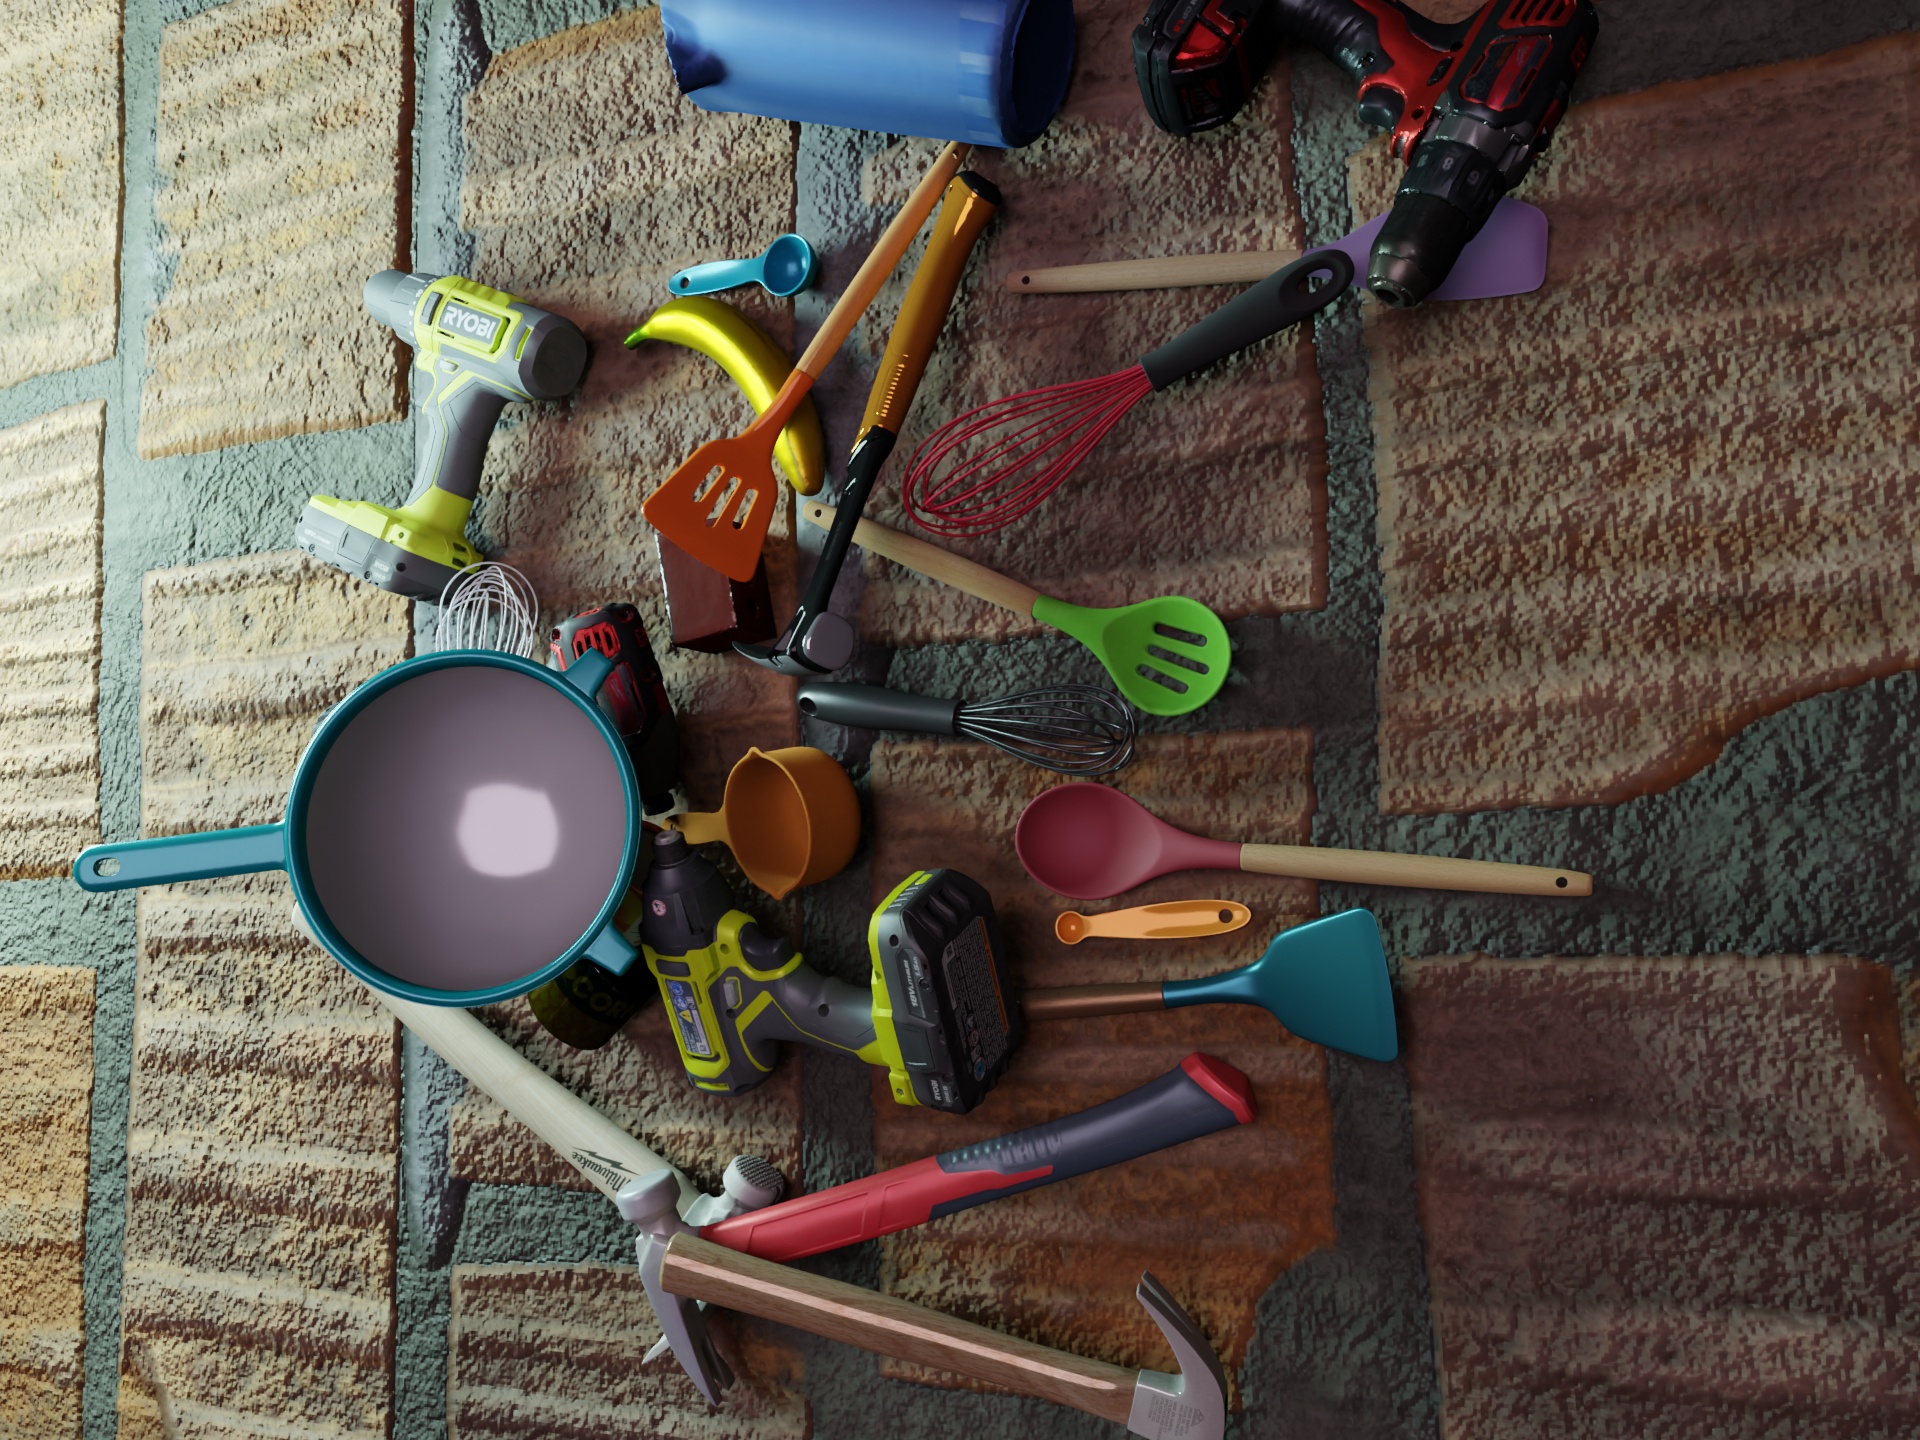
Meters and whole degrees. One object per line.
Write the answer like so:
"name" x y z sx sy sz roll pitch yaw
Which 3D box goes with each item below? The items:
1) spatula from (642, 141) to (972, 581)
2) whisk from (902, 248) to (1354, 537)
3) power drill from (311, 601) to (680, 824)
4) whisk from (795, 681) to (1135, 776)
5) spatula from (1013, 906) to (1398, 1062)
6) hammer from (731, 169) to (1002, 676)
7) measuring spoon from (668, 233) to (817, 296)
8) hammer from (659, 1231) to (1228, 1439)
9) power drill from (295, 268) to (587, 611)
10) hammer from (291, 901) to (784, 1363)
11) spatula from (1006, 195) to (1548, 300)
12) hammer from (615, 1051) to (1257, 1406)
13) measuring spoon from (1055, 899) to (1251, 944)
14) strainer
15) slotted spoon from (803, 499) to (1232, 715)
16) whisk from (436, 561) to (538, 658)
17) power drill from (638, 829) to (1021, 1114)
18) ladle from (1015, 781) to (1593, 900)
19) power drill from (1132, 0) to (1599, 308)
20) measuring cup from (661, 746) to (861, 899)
"spatula" -0.083 -0.239 1.005 0.081 0.041 0.322 34 87 -16
"whisk" 0.094 -0.192 0.933 0.296 0.073 0.073 -28 74 17
"power drill" -0.297 0.018 1.055 0.219 0.078 0.143 -18 98 2
"whisk" -0.002 -0.003 0.968 0.239 0.055 0.055 7 87 29
"spatula" 0.090 0.159 0.909 0.317 0.044 0.082 -10 90 25
"hammer" -0.049 -0.185 0.982 0.127 0.034 0.337 1 68 63
"measuring spoon" -0.146 -0.302 1.085 0.129 0.021 0.042 2 86 34
"hammer" -0.013 0.347 0.898 0.331 0.031 0.130 12 96 12
"power drill" -0.389 -0.212 1.152 0.191 0.080 0.228 24 92 25
"hammer" -0.308 0.248 1.070 0.411 0.038 0.146 33 100 19
"spatula" 0.175 -0.268 0.928 0.316 0.018 0.060 2 94 24
"hammer" -0.010 0.286 0.927 0.386 0.038 0.143 -21 93 15
"measuring spoon" 0.112 0.117 0.924 0.117 0.011 0.021 -7 81 20
"strainer" -0.354 0.075 0.975 0.340 0.095 0.211 -7 82 2
"slotted spoon" 0.027 -0.081 0.973 0.314 0.031 0.070 25 95 27
"whisk" -0.345 0.030 1.121 0.070 0.070 0.284 11 94 25
"power drill" -0.088 0.147 0.935 0.223 0.080 0.171 0 114 31
"ladle" 0.183 0.077 0.885 0.315 0.031 0.069 3 88 23
"power drill" 0.209 -0.341 0.878 0.227 0.080 0.188 29 86 21
"measuring cup" -0.129 0.063 1.023 0.174 0.052 0.095 -7 93 49
